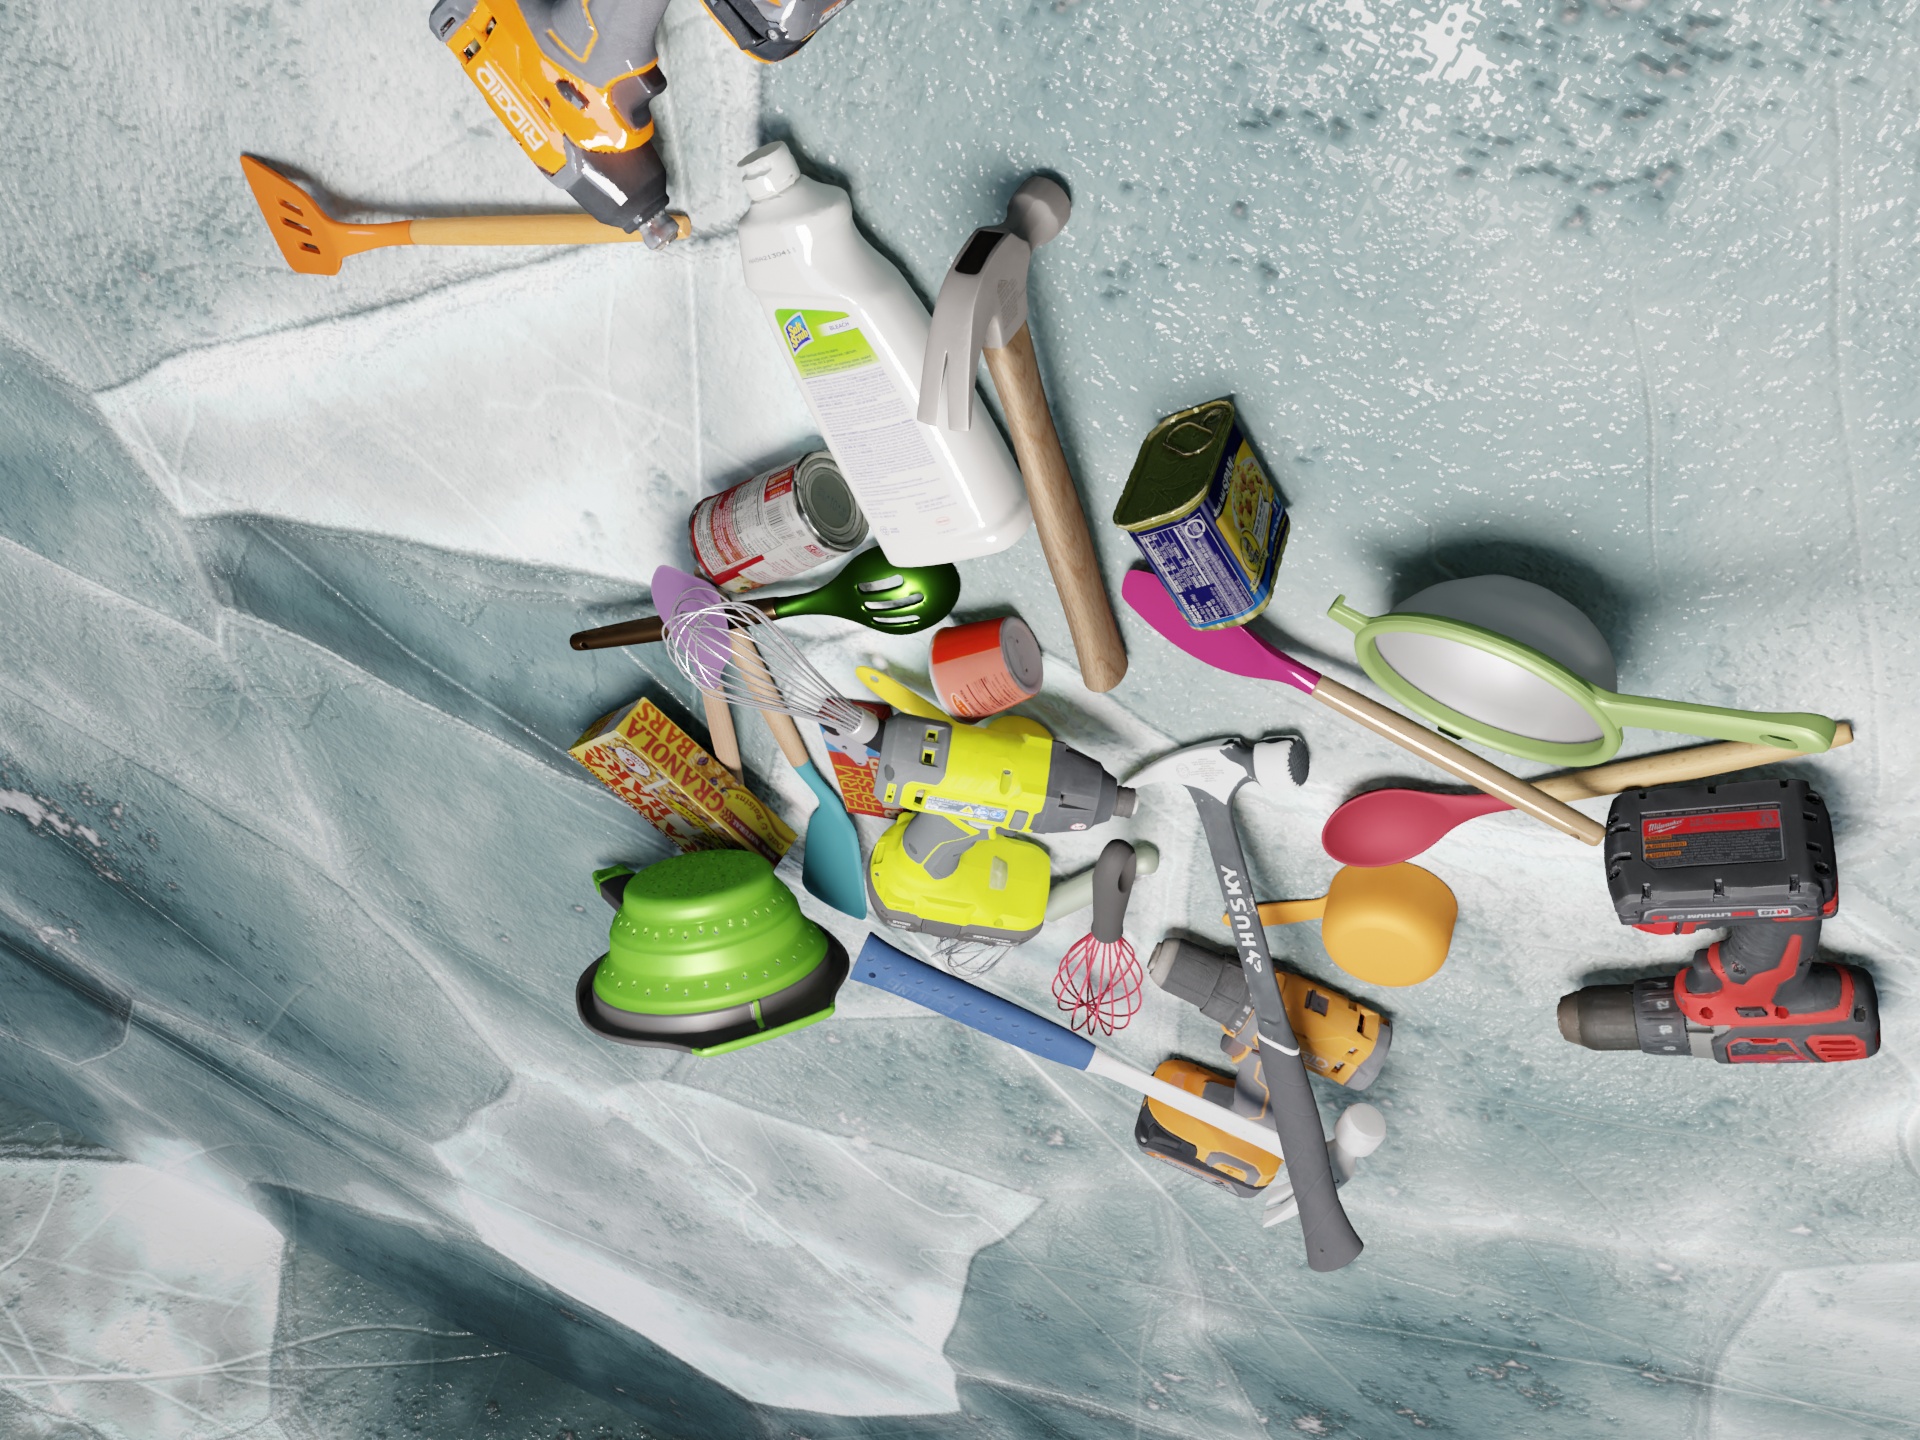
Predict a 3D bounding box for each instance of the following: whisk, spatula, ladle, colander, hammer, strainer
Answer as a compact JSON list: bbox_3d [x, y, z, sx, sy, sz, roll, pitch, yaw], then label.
[{"bbox_3d":[0.061,0.146,1.228,0.057,0.059,0.246,1,156,-44],"label":"whisk"},{"bbox_3d":[-0.138,0.018,1.199,0.082,0.044,0.317,20,143,45],"label":"spatula"},{"bbox_3d":[-0.308,-0.304,0.973,0.322,0.041,0.080,5,135,18],"label":"spatula"},{"bbox_3d":[0.368,0.041,0.967,0.315,0.031,0.069,-16,131,36],"label":"ladle"},{"bbox_3d":[-0.228,0.141,1.254,0.397,0.204,0.094,21,122,59],"label":"colander"},{"bbox_3d":[0.051,-0.130,0.908,0.031,0.130,0.331,17,149,31],"label":"hammer"},{"bbox_3d":[-0.090,-0.009,1.080,0.070,0.070,0.284,-14,148,37],"label":"whisk"},{"bbox_3d":[-0.181,-0.015,1.162,0.060,0.018,0.315,22,151,13],"label":"spatula"},{"bbox_3d":[0.211,0.206,1.108,0.149,0.036,0.408,-6,107,38],"label":"hammer"},{"bbox_3d":[0.106,0.265,1.207,0.405,0.035,0.144,24,130,0],"label":"hammer"},{"bbox_3d":[0.106,0.161,1.163,0.073,0.073,0.295,17,150,11],"label":"whisk"},{"bbox_3d":[0.330,-0.032,0.831,0.151,0.069,0.256,37,165,-36],"label":"strainer"}]

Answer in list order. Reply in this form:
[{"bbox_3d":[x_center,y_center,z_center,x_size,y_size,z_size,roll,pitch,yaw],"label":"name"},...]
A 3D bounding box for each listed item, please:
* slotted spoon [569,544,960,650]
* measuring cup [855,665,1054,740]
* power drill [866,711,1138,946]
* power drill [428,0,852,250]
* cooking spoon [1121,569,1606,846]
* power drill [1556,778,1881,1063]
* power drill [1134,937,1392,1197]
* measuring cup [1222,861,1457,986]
[{"bbox_3d":[-0.145,-0.072,1.098,0.314,0.031,0.070,-6,126,27],"label":"slotted spoon"},{"bbox_3d":[-0.002,-0.004,1.118,0.156,0.029,0.062,31,139,0],"label":"measuring cup"},{"bbox_3d":[0.019,0.079,1.109,0.171,0.080,0.223,11,150,-4],"label":"power drill"},{"bbox_3d":[-0.153,-0.343,0.801,0.226,0.084,0.164,-17,119,44],"label":"power drill"},{"bbox_3d":[0.237,-0.009,0.956,0.319,0.017,0.068,30,158,11],"label":"cooking spoon"},{"bbox_3d":[0.450,0.139,0.973,0.188,0.080,0.226,-7,137,28],"label":"power drill"},{"bbox_3d":[0.208,0.267,1.248,0.185,0.084,0.226,24,135,3],"label":"power drill"},{"bbox_3d":[0.258,0.149,1.115,0.173,0.052,0.095,-11,127,33],"label":"measuring cup"}]
